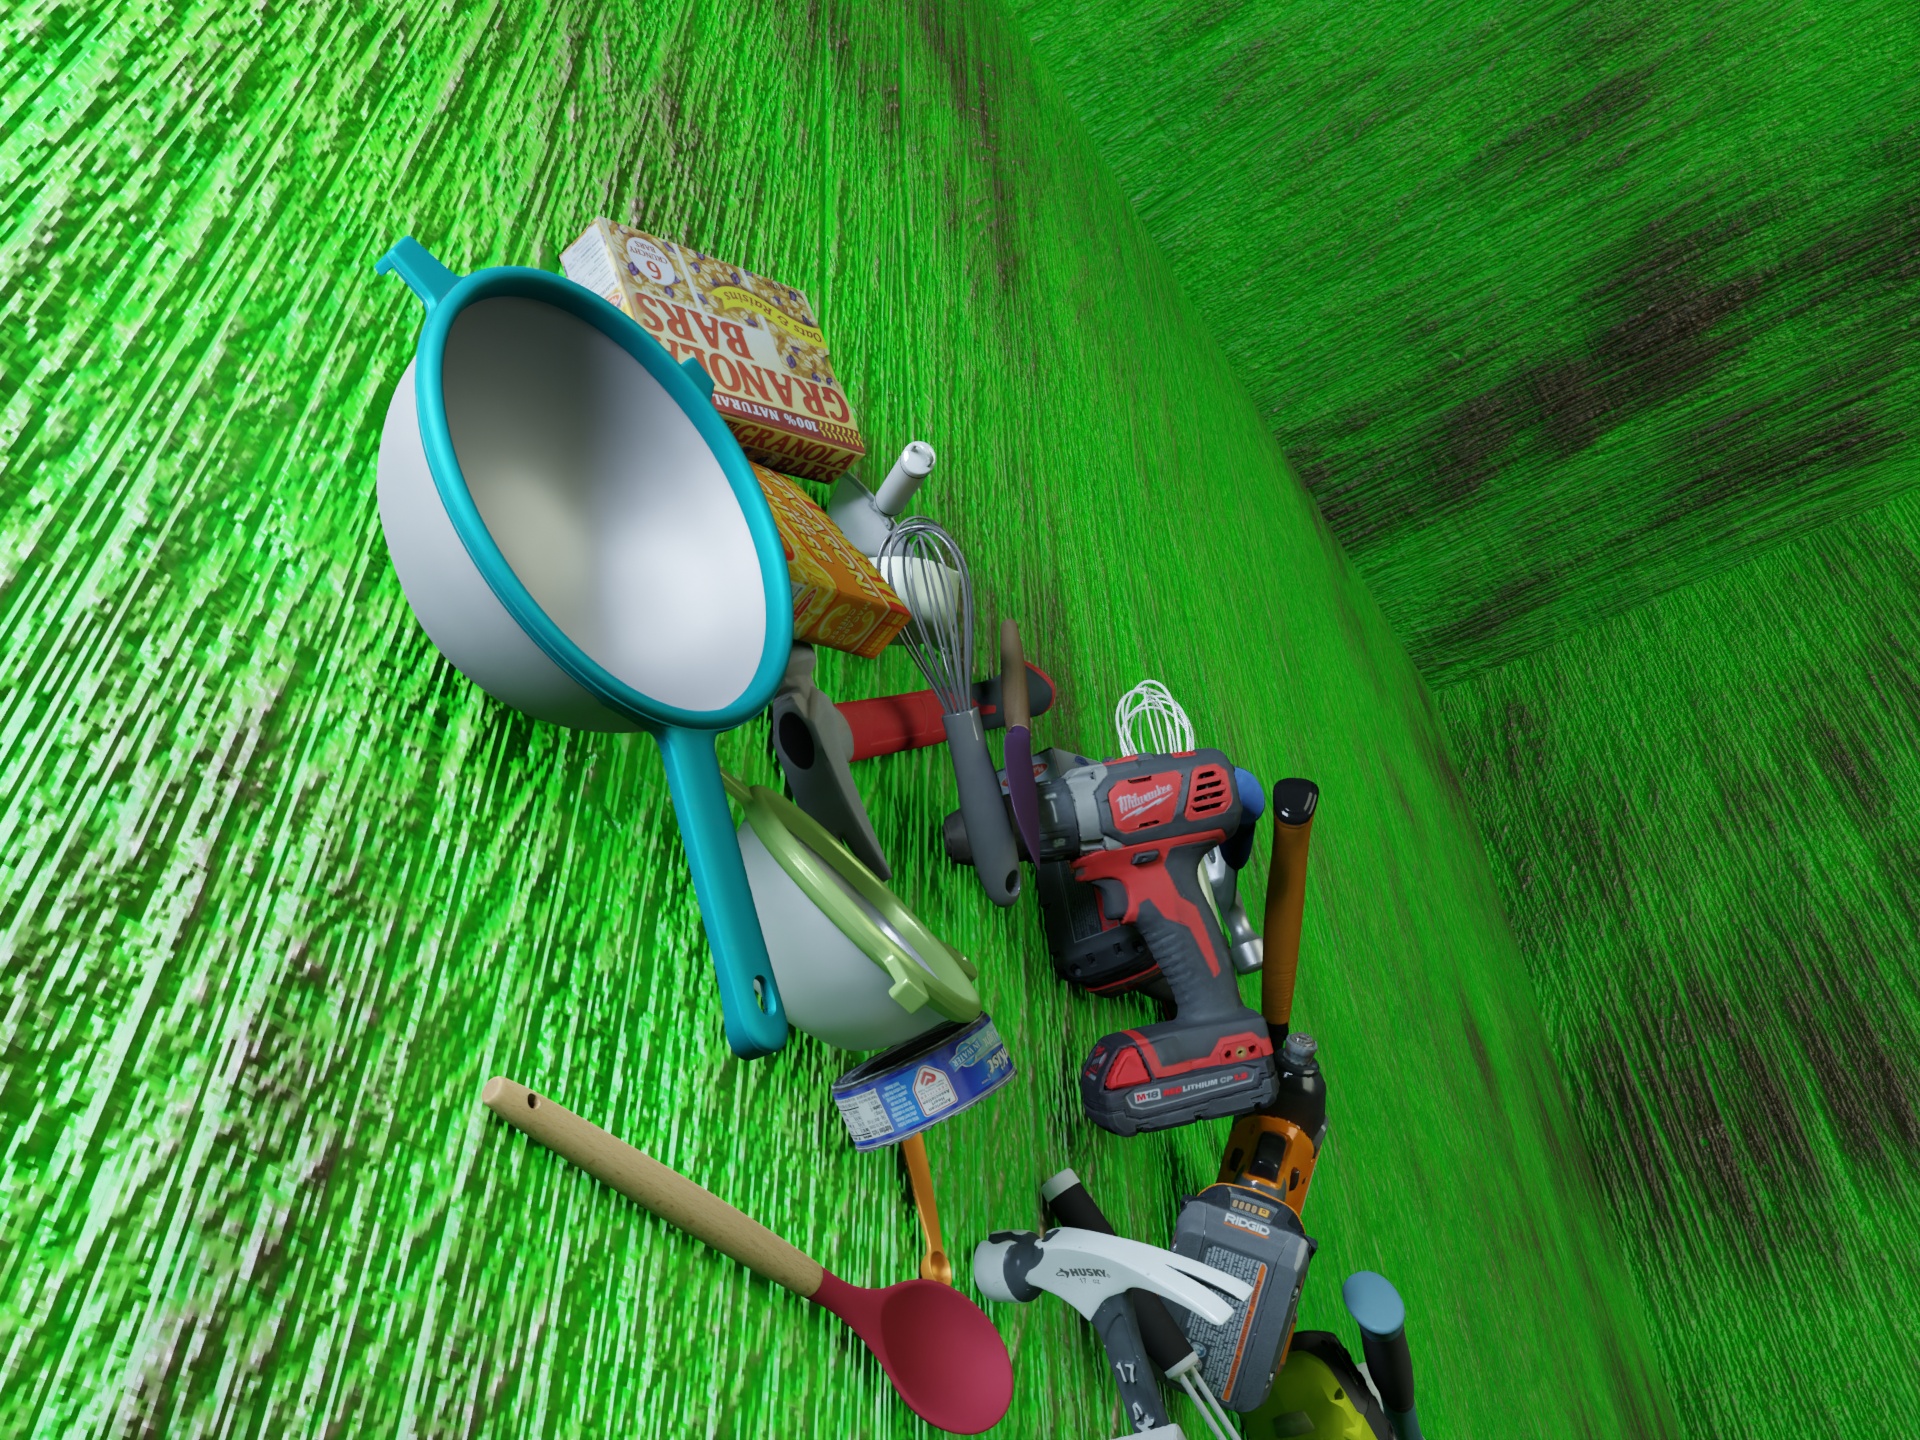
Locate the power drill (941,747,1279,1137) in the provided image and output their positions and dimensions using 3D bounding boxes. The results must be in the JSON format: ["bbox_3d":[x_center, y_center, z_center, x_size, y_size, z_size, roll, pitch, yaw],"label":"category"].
[{"bbox_3d":[0.096,0.137,0.993,0.080,0.188,0.227,142,-62,-82],"label":"power drill"}]

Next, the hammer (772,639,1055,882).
[{"bbox_3d":[-0.009,0.011,1.023,0.143,0.038,0.386,68,22,5],"label":"hammer"}]

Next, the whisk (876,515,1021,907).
[{"bbox_3d":[-0.002,-0.003,0.937,0.055,0.055,0.239,-31,108,-68],"label":"whisk"}]

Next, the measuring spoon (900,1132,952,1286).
[{"bbox_3d":[-0.025,0.228,0.798,0.021,0.011,0.117,34,33,-52],"label":"measuring spoon"}]

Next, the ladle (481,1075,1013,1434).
[{"bbox_3d":[-0.078,0.223,0.658,0.315,0.031,0.069,45,26,-35],"label":"ladle"}]

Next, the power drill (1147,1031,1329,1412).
[{"bbox_3d":[0.187,0.304,1.008,0.226,0.084,0.164,-34,137,-67],"label":"power drill"}]

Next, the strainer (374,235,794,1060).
[{"bbox_3d":[-0.153,-0.017,0.660,0.211,0.095,0.340,8,61,-61],"label":"strainer"}]

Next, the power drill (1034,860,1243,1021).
[{"bbox_3d":[0.139,0.156,1.156,0.219,0.078,0.143,42,31,-49],"label":"power drill"}]

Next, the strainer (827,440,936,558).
[{"bbox_3d":[-0.047,-0.132,0.971,0.087,0.050,0.258,50,-13,-3],"label":"strainer"}]

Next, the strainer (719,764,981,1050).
[{"bbox_3d":[-0.050,0.120,0.789,0.152,0.069,0.256,44,-2,24],"label":"strainer"}]

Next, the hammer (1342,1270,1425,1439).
[{"bbox_3d":[0.287,0.441,1.056,0.128,0.033,0.330,52,-10,41],"label":"hammer"}]

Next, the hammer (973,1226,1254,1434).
[{"bbox_3d":[0.131,0.443,0.786,0.036,0.149,0.409,-23,95,-47],"label":"hammer"}]

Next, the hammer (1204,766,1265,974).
[{"bbox_3d":[0.213,0.103,1.259,0.405,0.035,0.144,64,6,-71],"label":"hammer"}]

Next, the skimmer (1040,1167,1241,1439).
[{"bbox_3d":[0.173,0.380,0.837,0.127,0.090,0.364,0,49,-55],"label":"skimmer"}]

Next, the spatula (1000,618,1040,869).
[{"bbox_3d":[0.036,-0.004,1.018,0.316,0.018,0.059,-90,159,-65],"label":"spatula"}]

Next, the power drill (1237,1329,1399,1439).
[{"bbox_3d":[0.194,0.473,0.936,0.190,0.080,0.228,60,25,-10],"label":"power drill"}]

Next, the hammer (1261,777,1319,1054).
[{"bbox_3d":[0.231,0.199,1.151,0.127,0.034,0.336,-50,144,-67],"label":"hammer"}]

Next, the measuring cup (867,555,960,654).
[{"bbox_3d":[-0.028,-0.059,1.036,0.167,0.083,0.038,51,39,-67],"label":"measuring cup"}]

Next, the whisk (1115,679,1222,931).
[{"bbox_3d":[0.152,0.086,1.095,0.057,0.059,0.247,3,64,-31],"label":"whisk"}]
